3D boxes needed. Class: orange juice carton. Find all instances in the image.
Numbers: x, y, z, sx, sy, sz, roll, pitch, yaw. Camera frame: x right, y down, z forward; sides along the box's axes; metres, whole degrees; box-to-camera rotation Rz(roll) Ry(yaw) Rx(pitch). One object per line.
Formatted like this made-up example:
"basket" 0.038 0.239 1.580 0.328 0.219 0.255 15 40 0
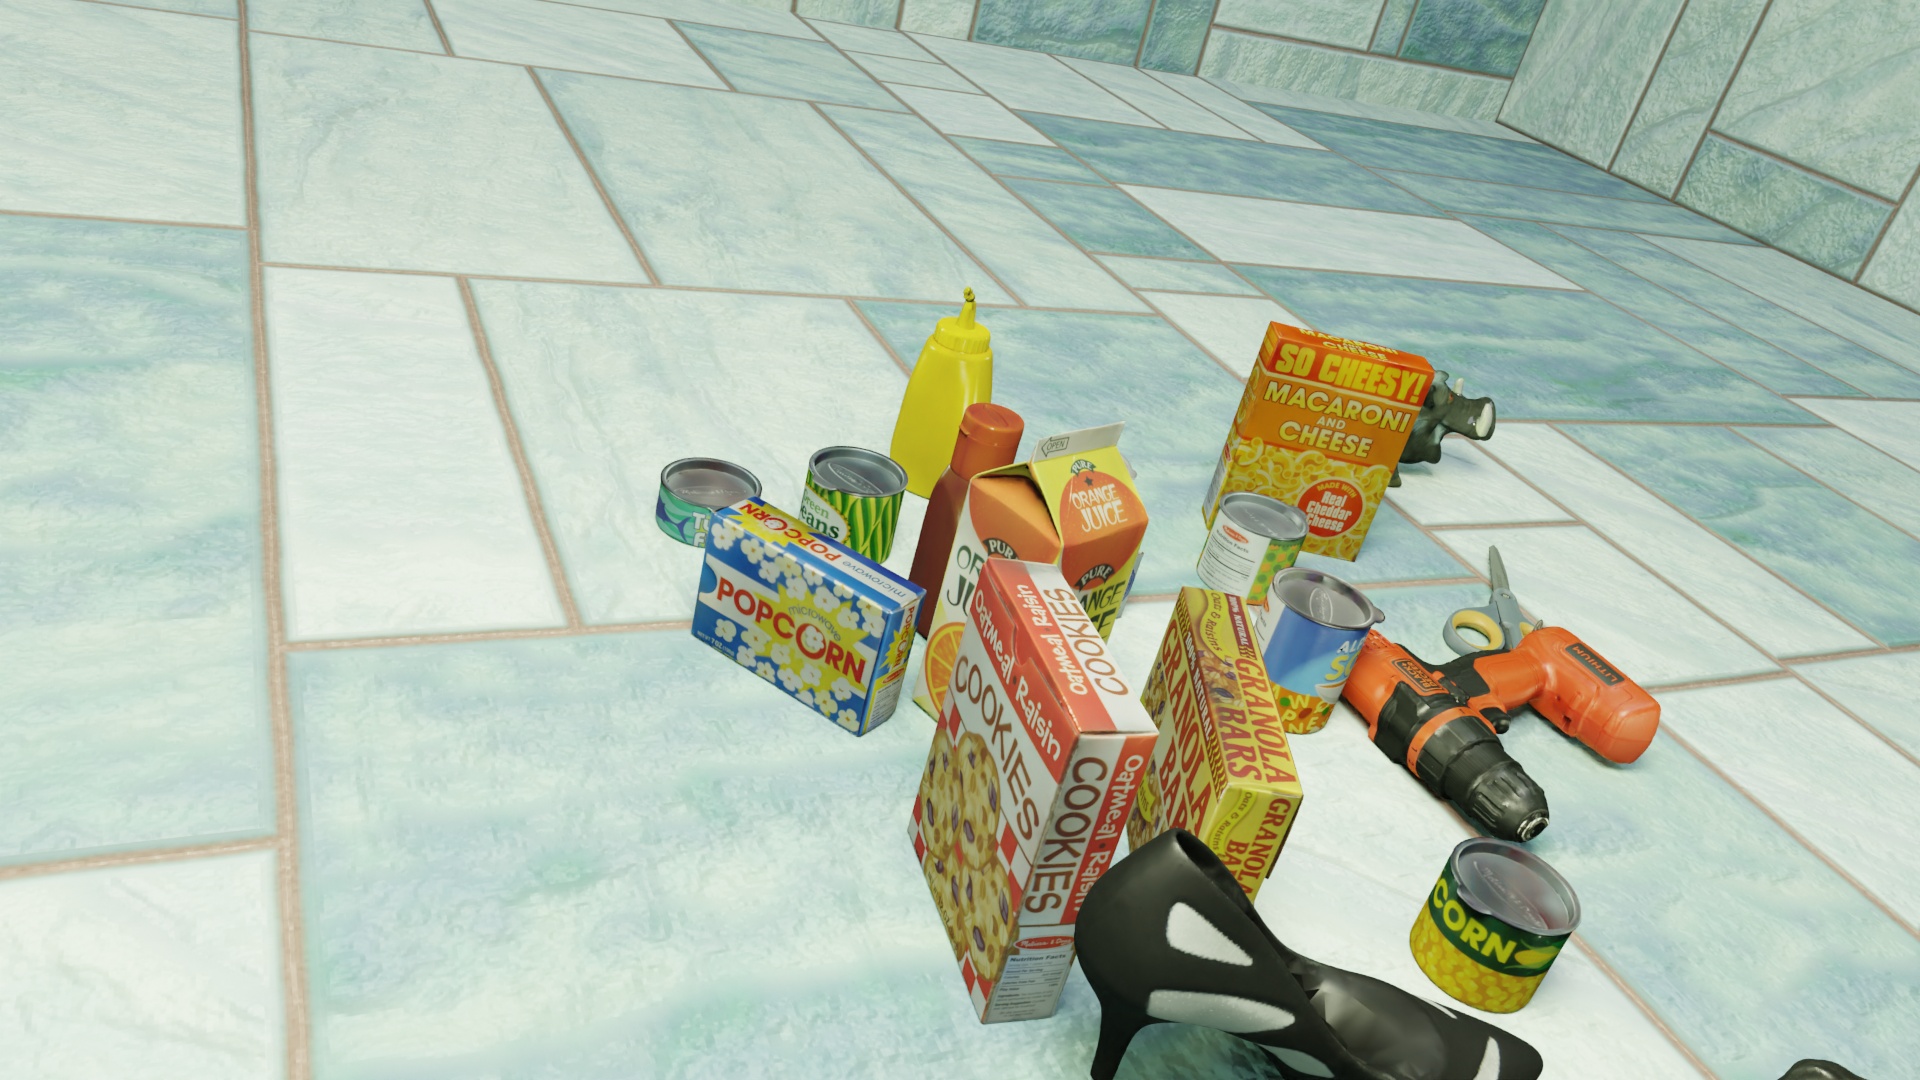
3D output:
"orange juice carton" 0.041 0.023 0.759 0.072 0.191 0.073 -14 40 -42

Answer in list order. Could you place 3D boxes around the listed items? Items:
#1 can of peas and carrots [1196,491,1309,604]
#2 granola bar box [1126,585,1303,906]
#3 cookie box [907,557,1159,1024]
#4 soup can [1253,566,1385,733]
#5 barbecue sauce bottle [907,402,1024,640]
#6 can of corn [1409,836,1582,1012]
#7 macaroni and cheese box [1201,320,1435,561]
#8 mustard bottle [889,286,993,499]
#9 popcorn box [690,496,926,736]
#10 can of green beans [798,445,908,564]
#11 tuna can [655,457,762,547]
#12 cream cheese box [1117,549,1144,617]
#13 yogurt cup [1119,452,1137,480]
"can of peas and carrots" 0.213 0.005 1.007 0.071 0.058 0.071 11 29 -6
"granola bar box" 0.121 0.118 0.701 0.039 0.123 0.166 12 29 -6
"cookie box" 0.025 0.111 0.625 0.040 0.166 0.123 2 31 -22
"soup can" 0.216 0.070 0.870 0.071 0.083 0.072 12 29 -6
"barbecue sauce bottle" 0.003 -0.011 0.845 0.044 0.147 0.065 -1 33 -27
"can of corn" 0.268 0.195 0.703 0.071 0.058 0.071 11 29 -6
"macaroni and cheese box" 0.269 -0.074 1.060 0.124 0.165 0.040 12 29 -6
"mustard bottle" -0.007 -0.107 0.996 0.065 0.159 0.049 23 30 14
"popcorn box" -0.087 0.041 0.778 0.127 0.084 0.038 28 31 22
"can of green beans" -0.073 -0.022 0.922 0.071 0.057 0.071 11 29 -6
"tuna can" -0.164 -0.024 0.908 0.071 0.032 0.071 11 29 -6
"cream cheese box" 0.079 0.005 0.951 0.024 0.053 0.104 -8 37 -36
"yogurt cup" 0.088 -0.039 1.029 0.072 0.053 0.073 11 29 -6
